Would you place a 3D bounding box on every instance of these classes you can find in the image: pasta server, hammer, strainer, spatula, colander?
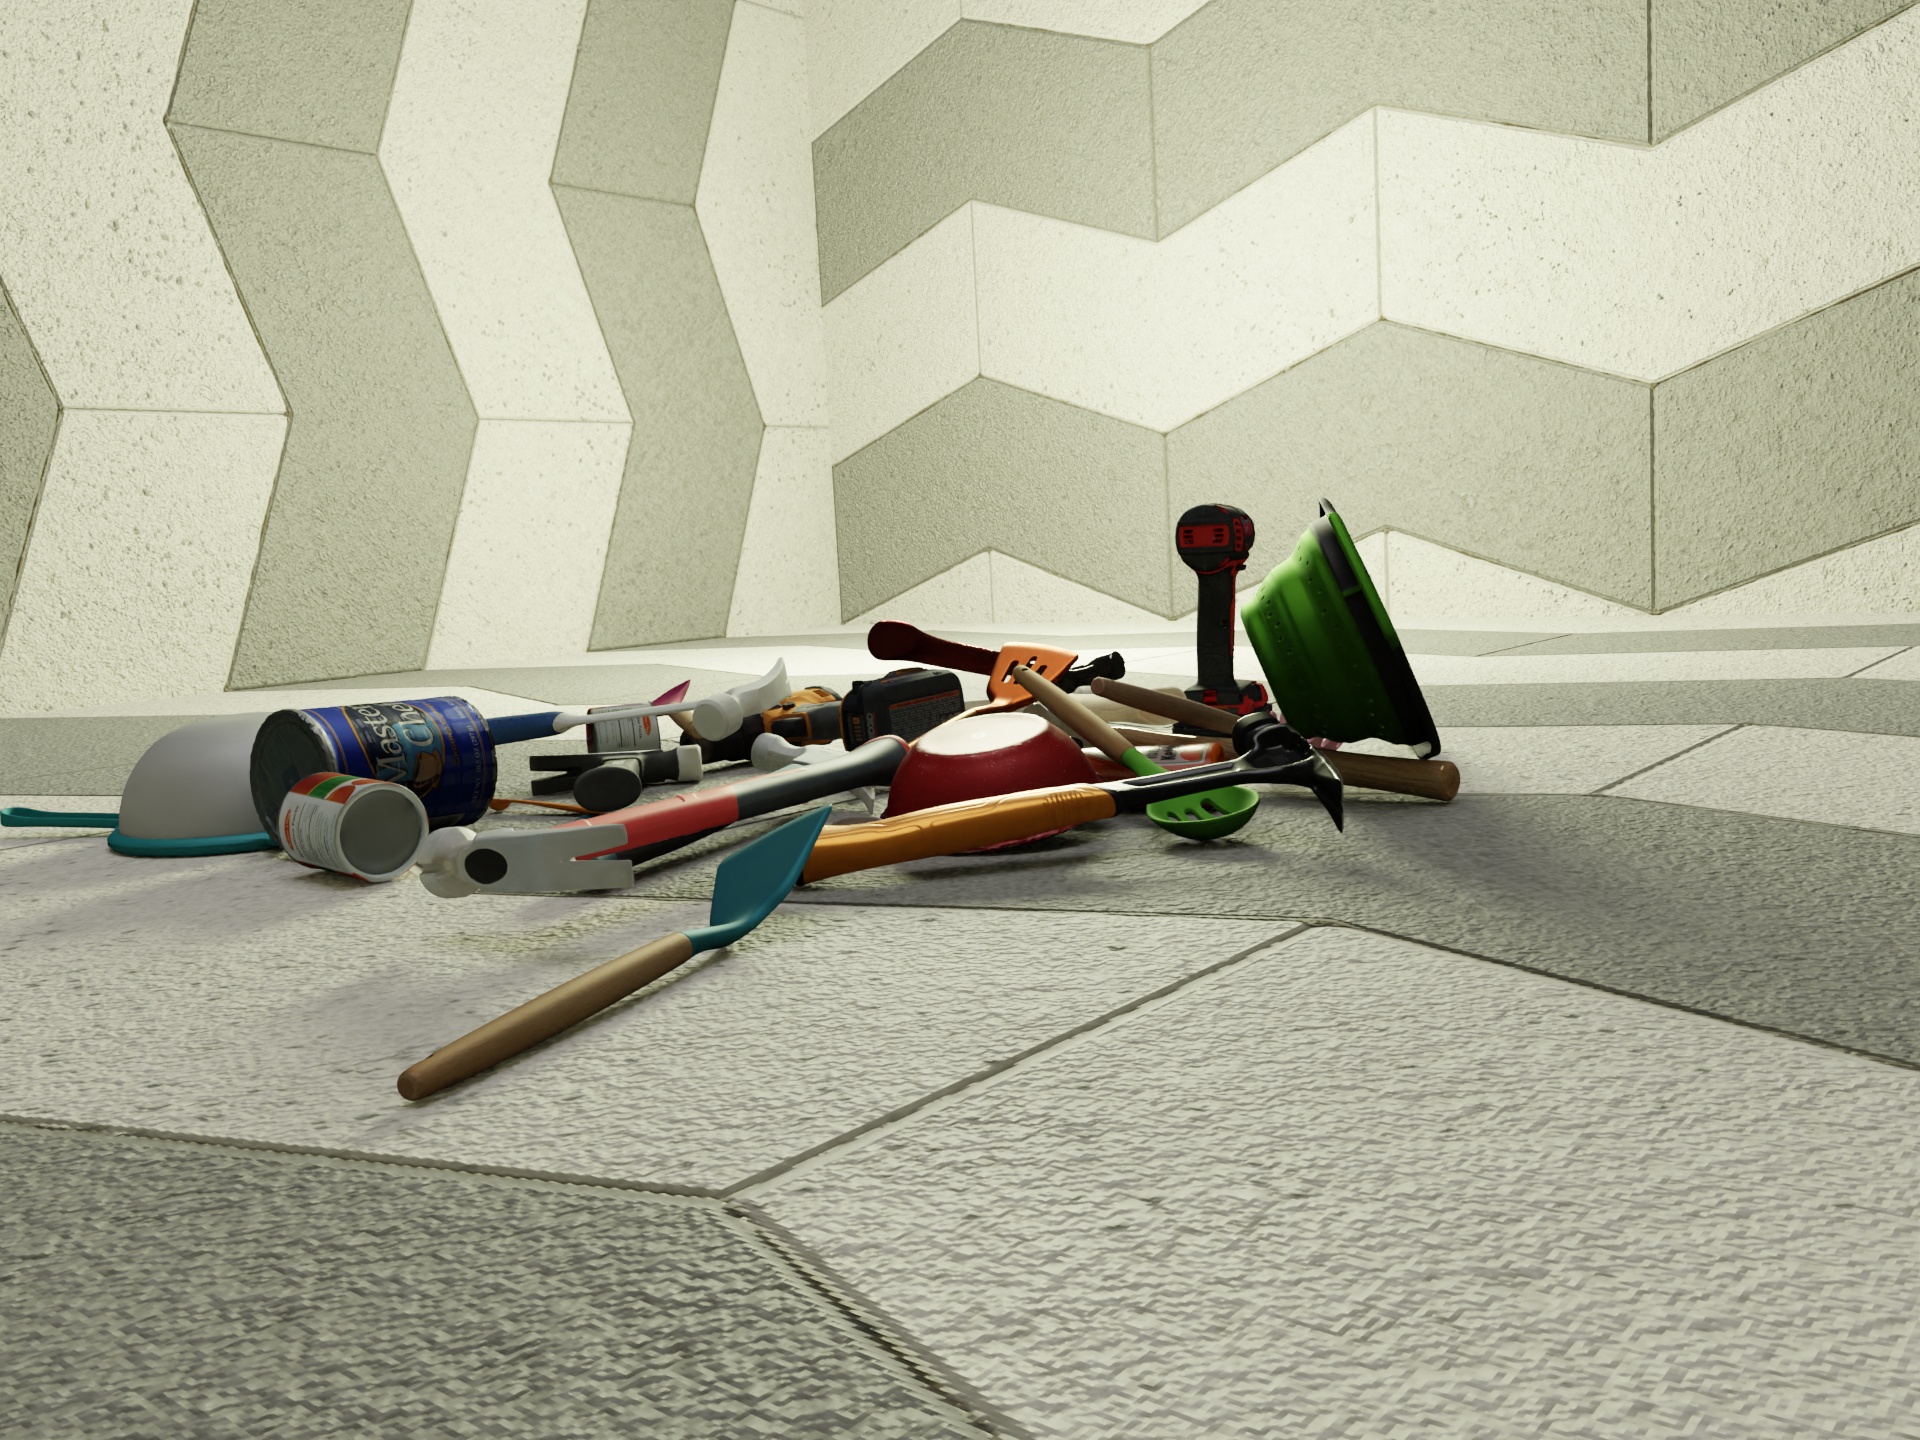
[{"bbox_3d":[0.208,-0.007,1.247,0.316,0.040,0.060,13,6,-45],"label":"pasta server"},{"bbox_3d":[0.019,-0.056,1.589,0.149,0.037,0.358,-15,-13,32],"label":"hammer"},{"bbox_3d":[-0.131,0.050,0.973,0.143,0.038,0.386,-6,4,32],"label":"hammer"},{"bbox_3d":[-0.328,0.000,1.363,0.405,0.035,0.144,-7,13,27],"label":"hammer"},{"bbox_3d":[0.212,0.027,1.201,0.331,0.031,0.130,7,-5,38],"label":"hammer"},{"bbox_3d":[-0.165,0.061,1.102,0.128,0.033,0.331,11,14,23],"label":"hammer"},{"bbox_3d":[-0.624,0.043,1.274,0.340,0.095,0.211,0,7,12],"label":"strainer"},{"bbox_3d":[-0.151,0.104,0.739,0.082,0.044,0.317,-28,-2,24],"label":"spatula"},{"bbox_3d":[0.108,-0.011,1.483,0.146,0.038,0.411,-6,1,-11],"label":"hammer"},{"bbox_3d":[0.295,-0.031,1.238,0.094,0.205,0.396,-24,-22,13],"label":"colander"},{"bbox_3d":[-0.277,0.045,1.248,0.146,0.035,0.335,-4,2,-9],"label":"hammer"},{"bbox_3d":[0.061,0.057,0.966,0.337,0.034,0.127,-10,22,-10],"label":"hammer"},{"bbox_3d":[-0.002,-0.004,1.387,0.081,0.041,0.322,11,23,29],"label":"spatula"}]

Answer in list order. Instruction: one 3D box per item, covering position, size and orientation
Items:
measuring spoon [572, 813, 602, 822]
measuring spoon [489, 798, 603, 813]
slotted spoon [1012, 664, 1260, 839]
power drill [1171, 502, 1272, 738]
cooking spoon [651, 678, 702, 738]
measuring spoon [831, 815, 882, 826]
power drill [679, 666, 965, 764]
[{"bbox_3d":[-0.240,0.081,1.068,0.042,0.021,0.129,-6,9,-21],"label":"measuring spoon"},{"bbox_3d":[-0.333,0.071,1.275,0.117,0.011,0.021,4,-3,26],"label":"measuring spoon"},{"bbox_3d":[0.109,0.017,1.123,0.070,0.031,0.314,-17,27,-18],"label":"slotted spoon"},{"bbox_3d":[0.243,-0.092,1.480,0.078,0.219,0.143,-1,7,20],"label":"power drill"},{"bbox_3d":[-0.265,-0.007,1.487,0.069,0.017,0.319,-36,14,-10],"label":"cooking spoon"},{"bbox_3d":[-0.085,0.086,1.015,0.034,0.018,0.124,0,14,23],"label":"measuring spoon"},{"bbox_3d":[-0.131,0.004,1.467,0.226,0.084,0.185,-3,7,41],"label":"power drill"}]
